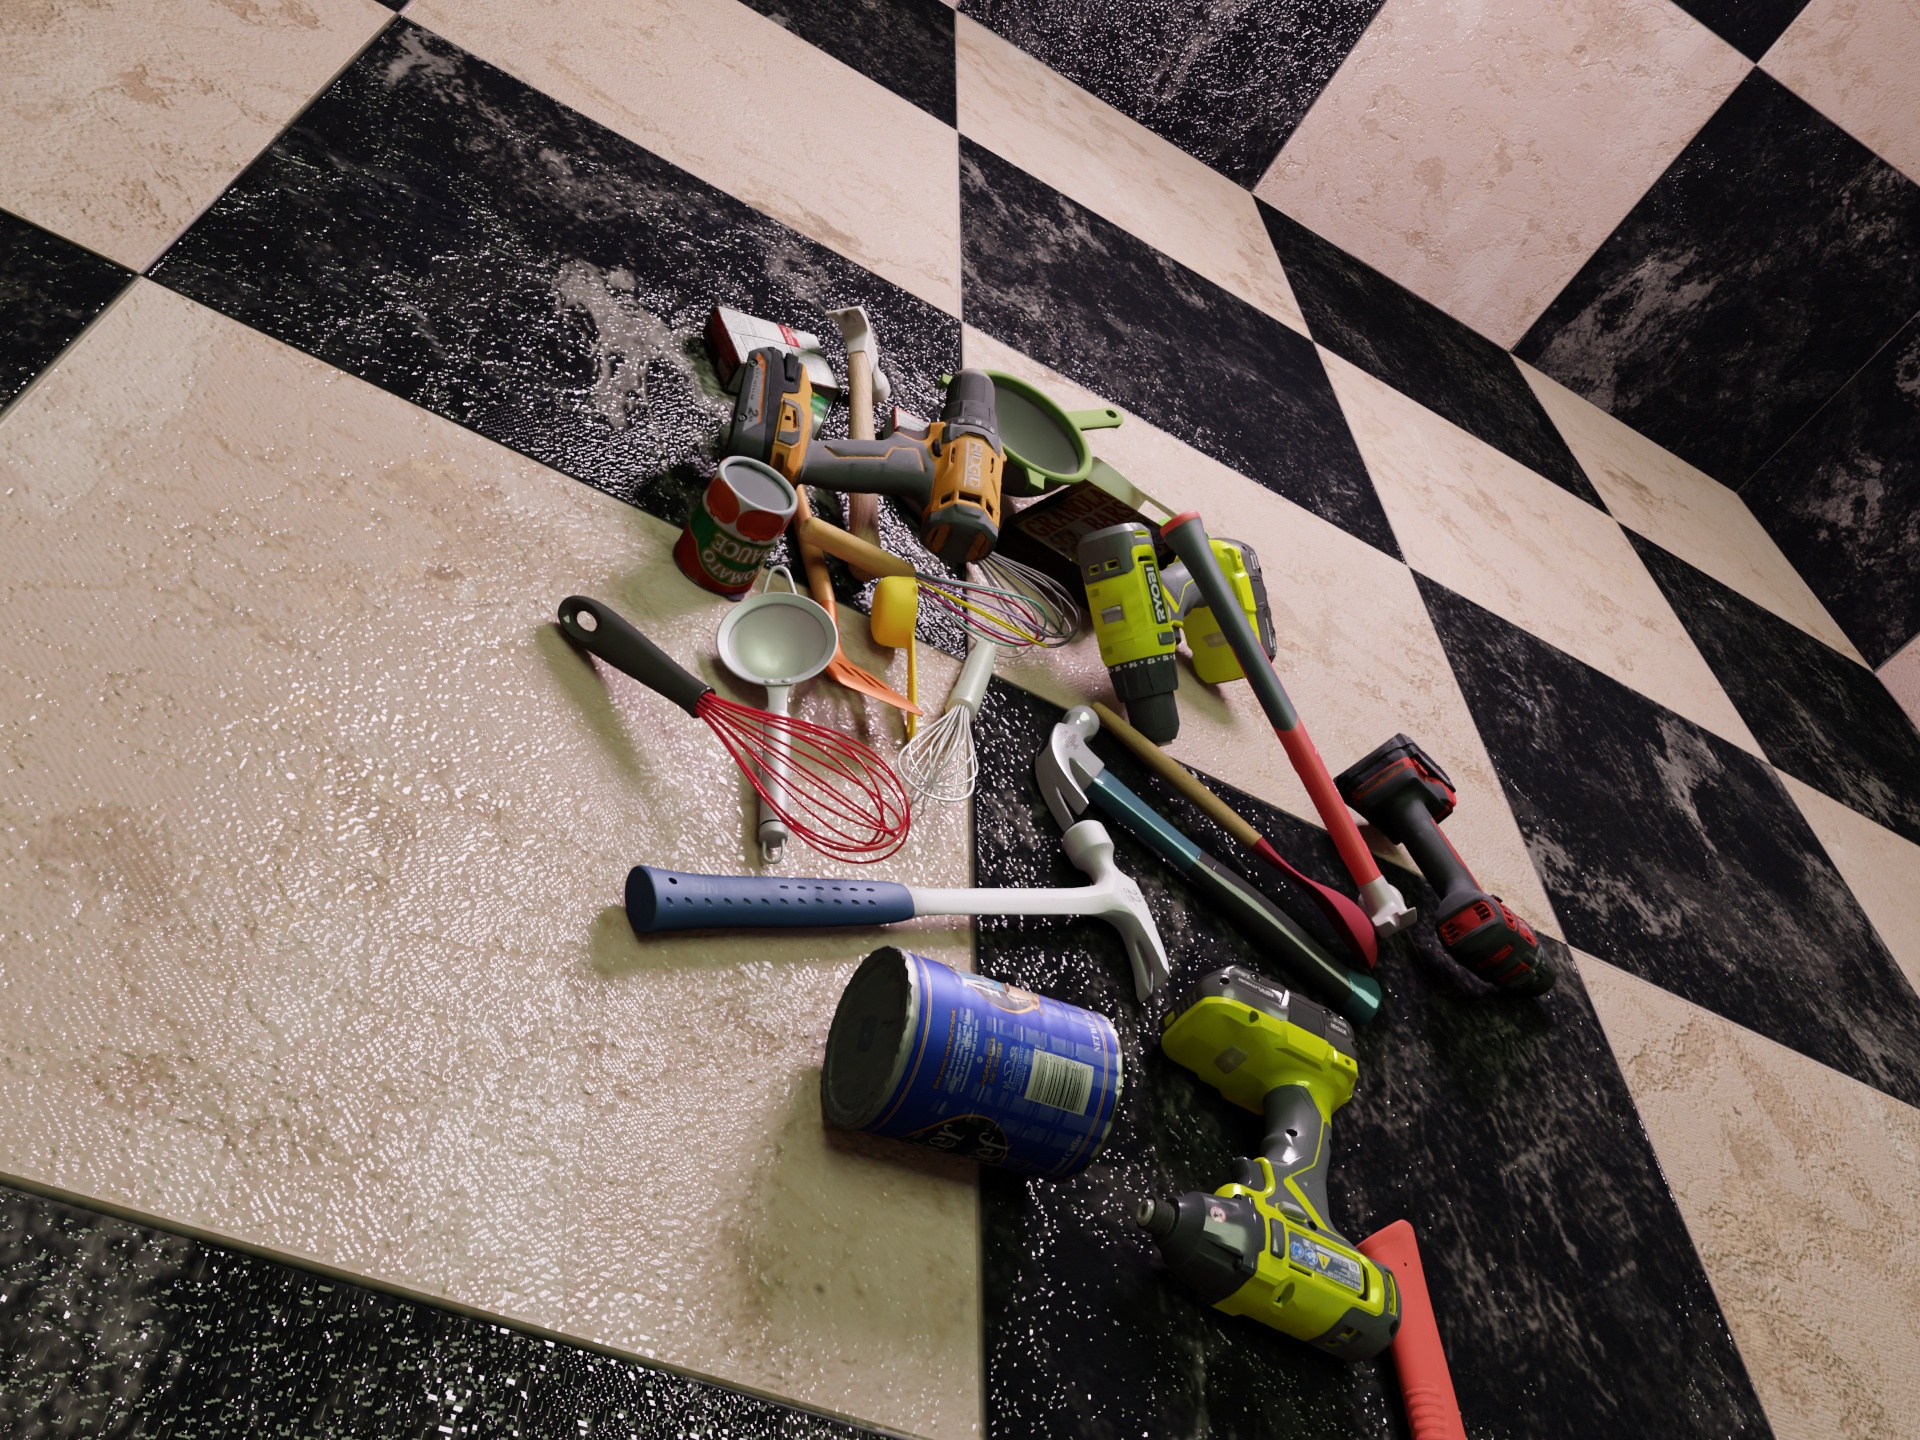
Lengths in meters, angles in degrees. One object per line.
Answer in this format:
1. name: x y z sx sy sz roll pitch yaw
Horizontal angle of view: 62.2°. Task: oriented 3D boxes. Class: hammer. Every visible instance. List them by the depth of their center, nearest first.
1. hammer: 0.291 0.454 0.908 0.149 0.036 0.359 24 35 -19
2. hammer: -0.025 0.122 1.033 0.405 0.035 0.144 5 43 -39
3. hammer: 0.194 0.119 1.247 0.331 0.033 0.128 39 31 4
4. hammer: 0.267 -0.002 1.310 0.386 0.038 0.143 63 8 8
5. hammer: -0.088 -0.249 1.407 0.031 0.129 0.332 -11 48 7

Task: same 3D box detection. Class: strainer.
1. strainer: -0.127 -0.003 1.093 0.087 0.050 0.259 -1 47 -4
2. strainer: 0.078 -0.275 1.576 0.151 0.069 0.256 51 35 14

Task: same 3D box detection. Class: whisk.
1. whisk: -0.150 -0.002 1.022 0.296 0.073 0.073 33 30 19
2. whisk: -0.002 -0.004 1.208 0.059 0.057 0.246 25 28 -3
3. whisk: -0.023 -0.109 1.298 0.244 0.051 0.047 24 37 -30
4. whisk: 0.019 -0.150 1.415 0.239 0.055 0.055 45 33 20

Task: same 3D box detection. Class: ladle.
1. ladle: 0.221 0.085 1.297 0.316 0.031 0.069 42 -8 23

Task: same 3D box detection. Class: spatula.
1. spatula: -0.104 -0.110 1.250 0.081 0.041 0.323 23 33 -35

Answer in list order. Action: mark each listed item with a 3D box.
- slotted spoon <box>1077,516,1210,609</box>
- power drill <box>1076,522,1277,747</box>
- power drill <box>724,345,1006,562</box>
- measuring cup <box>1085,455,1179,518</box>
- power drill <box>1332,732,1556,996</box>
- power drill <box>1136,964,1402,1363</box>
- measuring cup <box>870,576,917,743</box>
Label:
1. slotted spoon: 0.186 -0.158 1.601 0.070 0.031 0.314 40 34 11
2. power drill: 0.197 -0.079 1.426 0.228 0.080 0.190 -11 87 -53
3. power drill: -0.072 -0.235 1.302 0.226 0.084 0.185 13 57 -12
4. measuring cup: 0.173 -0.212 1.596 0.168 0.038 0.083 40 0 43
5. power drill: 0.436 0.138 1.396 0.187 0.080 0.227 32 26 -46
6. power drill: 0.188 0.272 1.008 0.171 0.080 0.223 28 36 -14
7. measuring cup: -0.051 -0.046 1.221 0.029 0.062 0.157 6 52 -13
